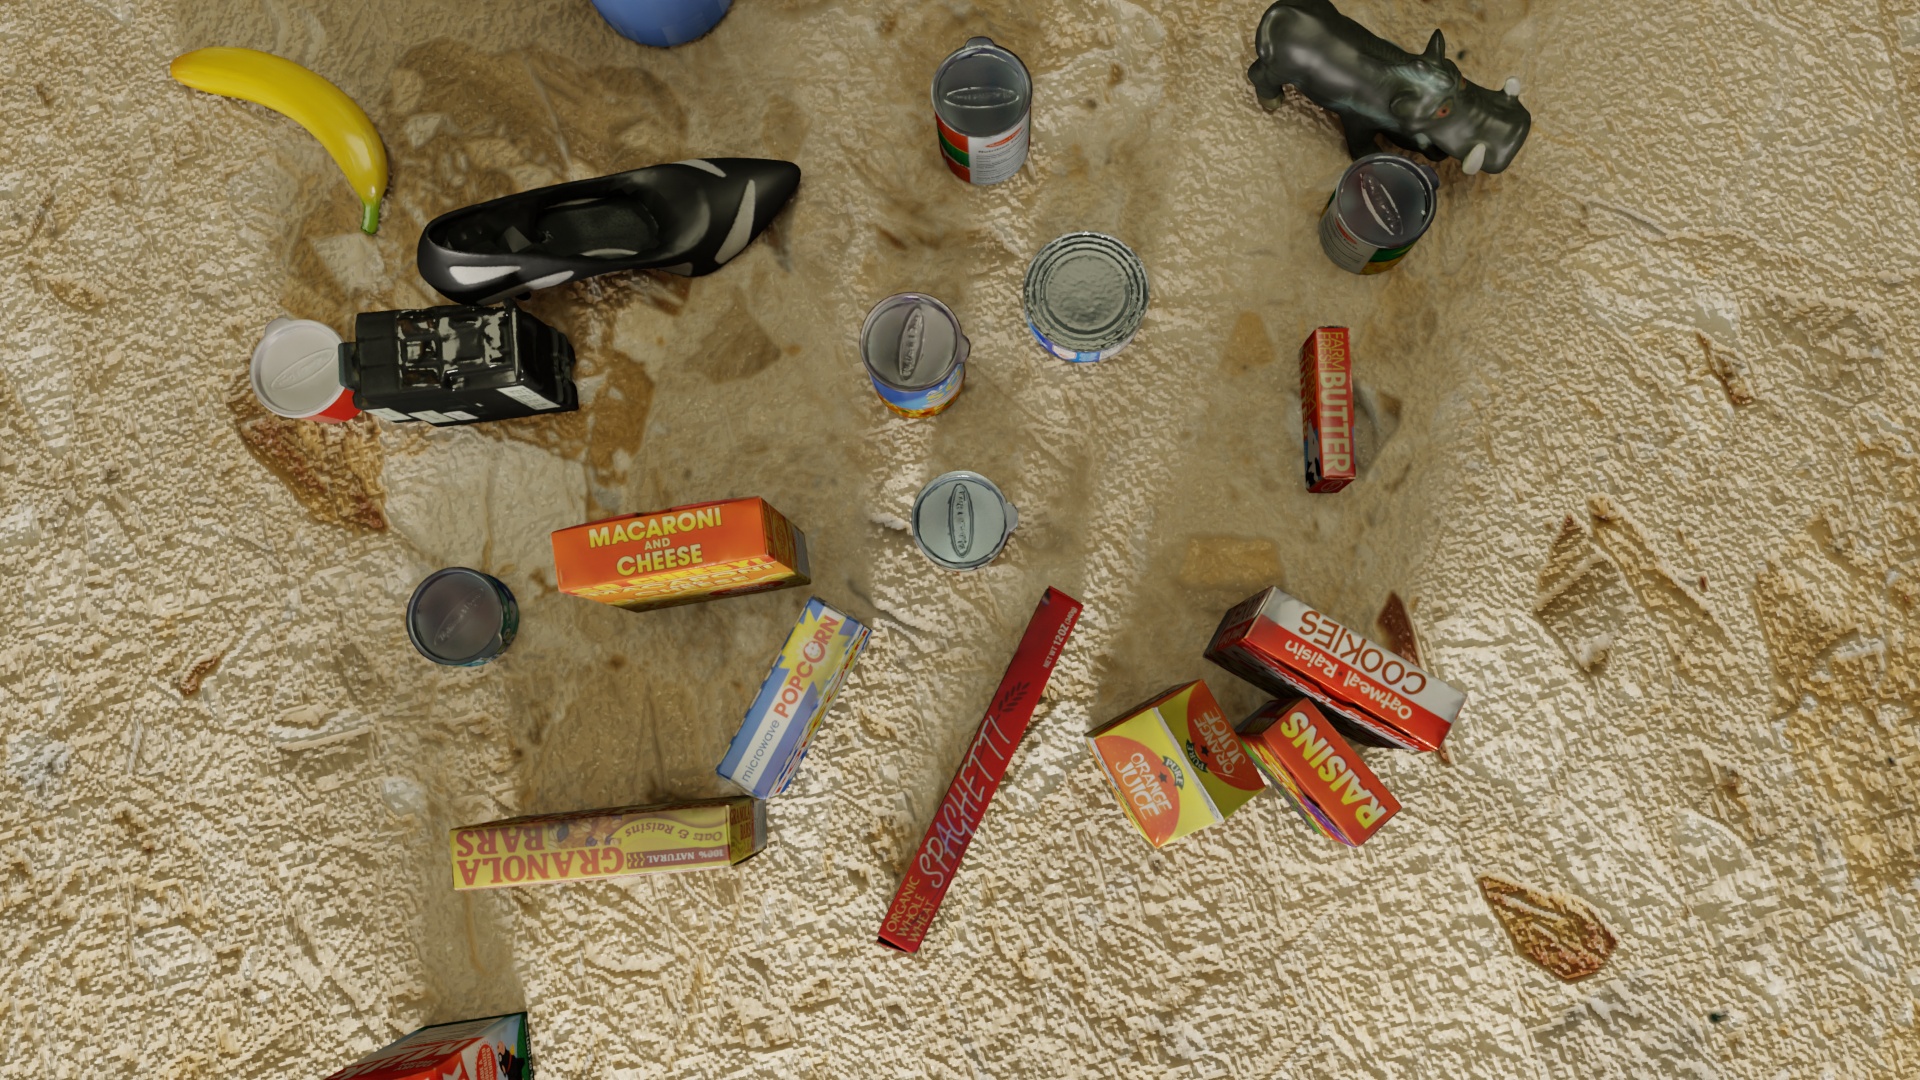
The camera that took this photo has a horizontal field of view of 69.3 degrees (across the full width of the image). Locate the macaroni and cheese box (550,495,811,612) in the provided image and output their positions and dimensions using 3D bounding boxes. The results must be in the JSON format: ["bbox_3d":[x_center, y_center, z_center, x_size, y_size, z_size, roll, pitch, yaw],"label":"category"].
[{"bbox_3d":[-0.168,0.011,0.868,0.124,0.166,0.040,-10,82,1],"label":"macaroni and cheese box"}]

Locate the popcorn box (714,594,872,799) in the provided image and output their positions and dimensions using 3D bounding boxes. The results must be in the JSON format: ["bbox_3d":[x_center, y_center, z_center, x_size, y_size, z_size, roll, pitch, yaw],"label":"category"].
[{"bbox_3d":[-0.105,0.101,0.894,0.038,0.085,0.127,28,84,6],"label":"popcorn box"}]

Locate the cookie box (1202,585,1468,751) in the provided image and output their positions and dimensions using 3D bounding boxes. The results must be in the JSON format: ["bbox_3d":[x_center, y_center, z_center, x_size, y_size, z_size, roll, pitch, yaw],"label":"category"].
[{"bbox_3d":[0.219,0.081,0.843,0.123,0.167,0.040,29,84,6],"label":"cookie box"}]

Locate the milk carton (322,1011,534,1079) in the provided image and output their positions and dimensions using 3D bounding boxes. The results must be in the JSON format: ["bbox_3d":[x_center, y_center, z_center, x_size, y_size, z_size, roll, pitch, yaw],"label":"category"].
[{"bbox_3d":[-0.317,0.336,0.814,0.073,0.190,0.072,-9,82,1],"label":"milk carton"}]

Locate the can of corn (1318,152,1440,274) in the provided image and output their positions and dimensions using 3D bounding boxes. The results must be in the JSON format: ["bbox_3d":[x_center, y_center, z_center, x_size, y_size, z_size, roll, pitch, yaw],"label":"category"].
[{"bbox_3d":[0.283,-0.221,0.940,0.071,0.058,0.071,0,82,2],"label":"can of corn"}]

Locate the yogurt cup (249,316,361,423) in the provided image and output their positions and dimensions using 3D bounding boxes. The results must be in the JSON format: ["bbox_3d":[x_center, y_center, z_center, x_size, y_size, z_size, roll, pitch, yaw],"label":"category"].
[{"bbox_3d":[-0.441,-0.112,0.953,0.072,0.054,0.072,0,82,2],"label":"yogurt cup"}]

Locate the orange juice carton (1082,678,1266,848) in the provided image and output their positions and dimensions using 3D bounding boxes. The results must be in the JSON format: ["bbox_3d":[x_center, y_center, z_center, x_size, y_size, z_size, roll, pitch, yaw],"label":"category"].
[{"bbox_3d":[0.125,0.131,0.827,0.073,0.192,0.072,-29,82,-2],"label":"orange juice carton"}]

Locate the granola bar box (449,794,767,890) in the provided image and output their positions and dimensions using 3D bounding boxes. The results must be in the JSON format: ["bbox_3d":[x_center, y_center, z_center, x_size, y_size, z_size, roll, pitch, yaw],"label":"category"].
[{"bbox_3d":[-0.212,0.187,0.865,0.166,0.124,0.039,-5,82,1],"label":"granola bar box"}]

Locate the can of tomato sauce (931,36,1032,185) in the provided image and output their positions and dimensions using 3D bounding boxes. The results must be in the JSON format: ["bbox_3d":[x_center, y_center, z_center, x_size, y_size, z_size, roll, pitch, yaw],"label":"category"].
[{"bbox_3d":[0.015,-0.290,0.947,0.071,0.083,0.071,0,82,2],"label":"can of tomato sauce"}]

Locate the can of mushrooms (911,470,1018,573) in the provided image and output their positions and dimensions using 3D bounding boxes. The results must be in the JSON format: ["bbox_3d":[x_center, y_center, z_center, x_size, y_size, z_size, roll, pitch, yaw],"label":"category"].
[{"bbox_3d":[0.003,-0.012,0.932,0.071,0.033,0.071,0,82,2],"label":"can of mushrooms"}]

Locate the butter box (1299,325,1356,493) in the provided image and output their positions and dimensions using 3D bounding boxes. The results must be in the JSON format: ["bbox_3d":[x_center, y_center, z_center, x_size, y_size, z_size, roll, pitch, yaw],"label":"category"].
[{"bbox_3d":[0.244,-0.086,0.925,0.024,0.053,0.103,-1,82,2],"label":"butter box"}]

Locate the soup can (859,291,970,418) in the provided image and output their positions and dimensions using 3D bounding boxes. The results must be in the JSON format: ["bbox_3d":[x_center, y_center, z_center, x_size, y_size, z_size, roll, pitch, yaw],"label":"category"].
[{"bbox_3d":[-0.028,-0.120,0.924,0.071,0.083,0.071,0,82,2],"label":"soup can"}]

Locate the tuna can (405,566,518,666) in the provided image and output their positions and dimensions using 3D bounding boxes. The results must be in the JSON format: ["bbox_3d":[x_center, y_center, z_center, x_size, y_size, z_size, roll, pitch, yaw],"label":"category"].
[{"bbox_3d":[-0.332,0.054,0.935,0.071,0.033,0.071,0,82,2],"label":"tuna can"}]

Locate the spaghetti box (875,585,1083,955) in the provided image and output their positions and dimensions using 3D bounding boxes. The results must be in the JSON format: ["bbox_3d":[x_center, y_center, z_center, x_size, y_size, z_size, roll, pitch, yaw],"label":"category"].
[{"bbox_3d":[0.014,0.148,0.900,0.029,0.050,0.250,26,83,5],"label":"spaghetti box"}]

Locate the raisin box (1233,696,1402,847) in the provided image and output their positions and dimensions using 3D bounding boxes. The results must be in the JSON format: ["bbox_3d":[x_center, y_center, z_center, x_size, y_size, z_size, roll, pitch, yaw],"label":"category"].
[{"bbox_3d":[0.215,0.140,0.857,0.040,0.123,0.086,-39,83,-3],"label":"raisin box"}]
